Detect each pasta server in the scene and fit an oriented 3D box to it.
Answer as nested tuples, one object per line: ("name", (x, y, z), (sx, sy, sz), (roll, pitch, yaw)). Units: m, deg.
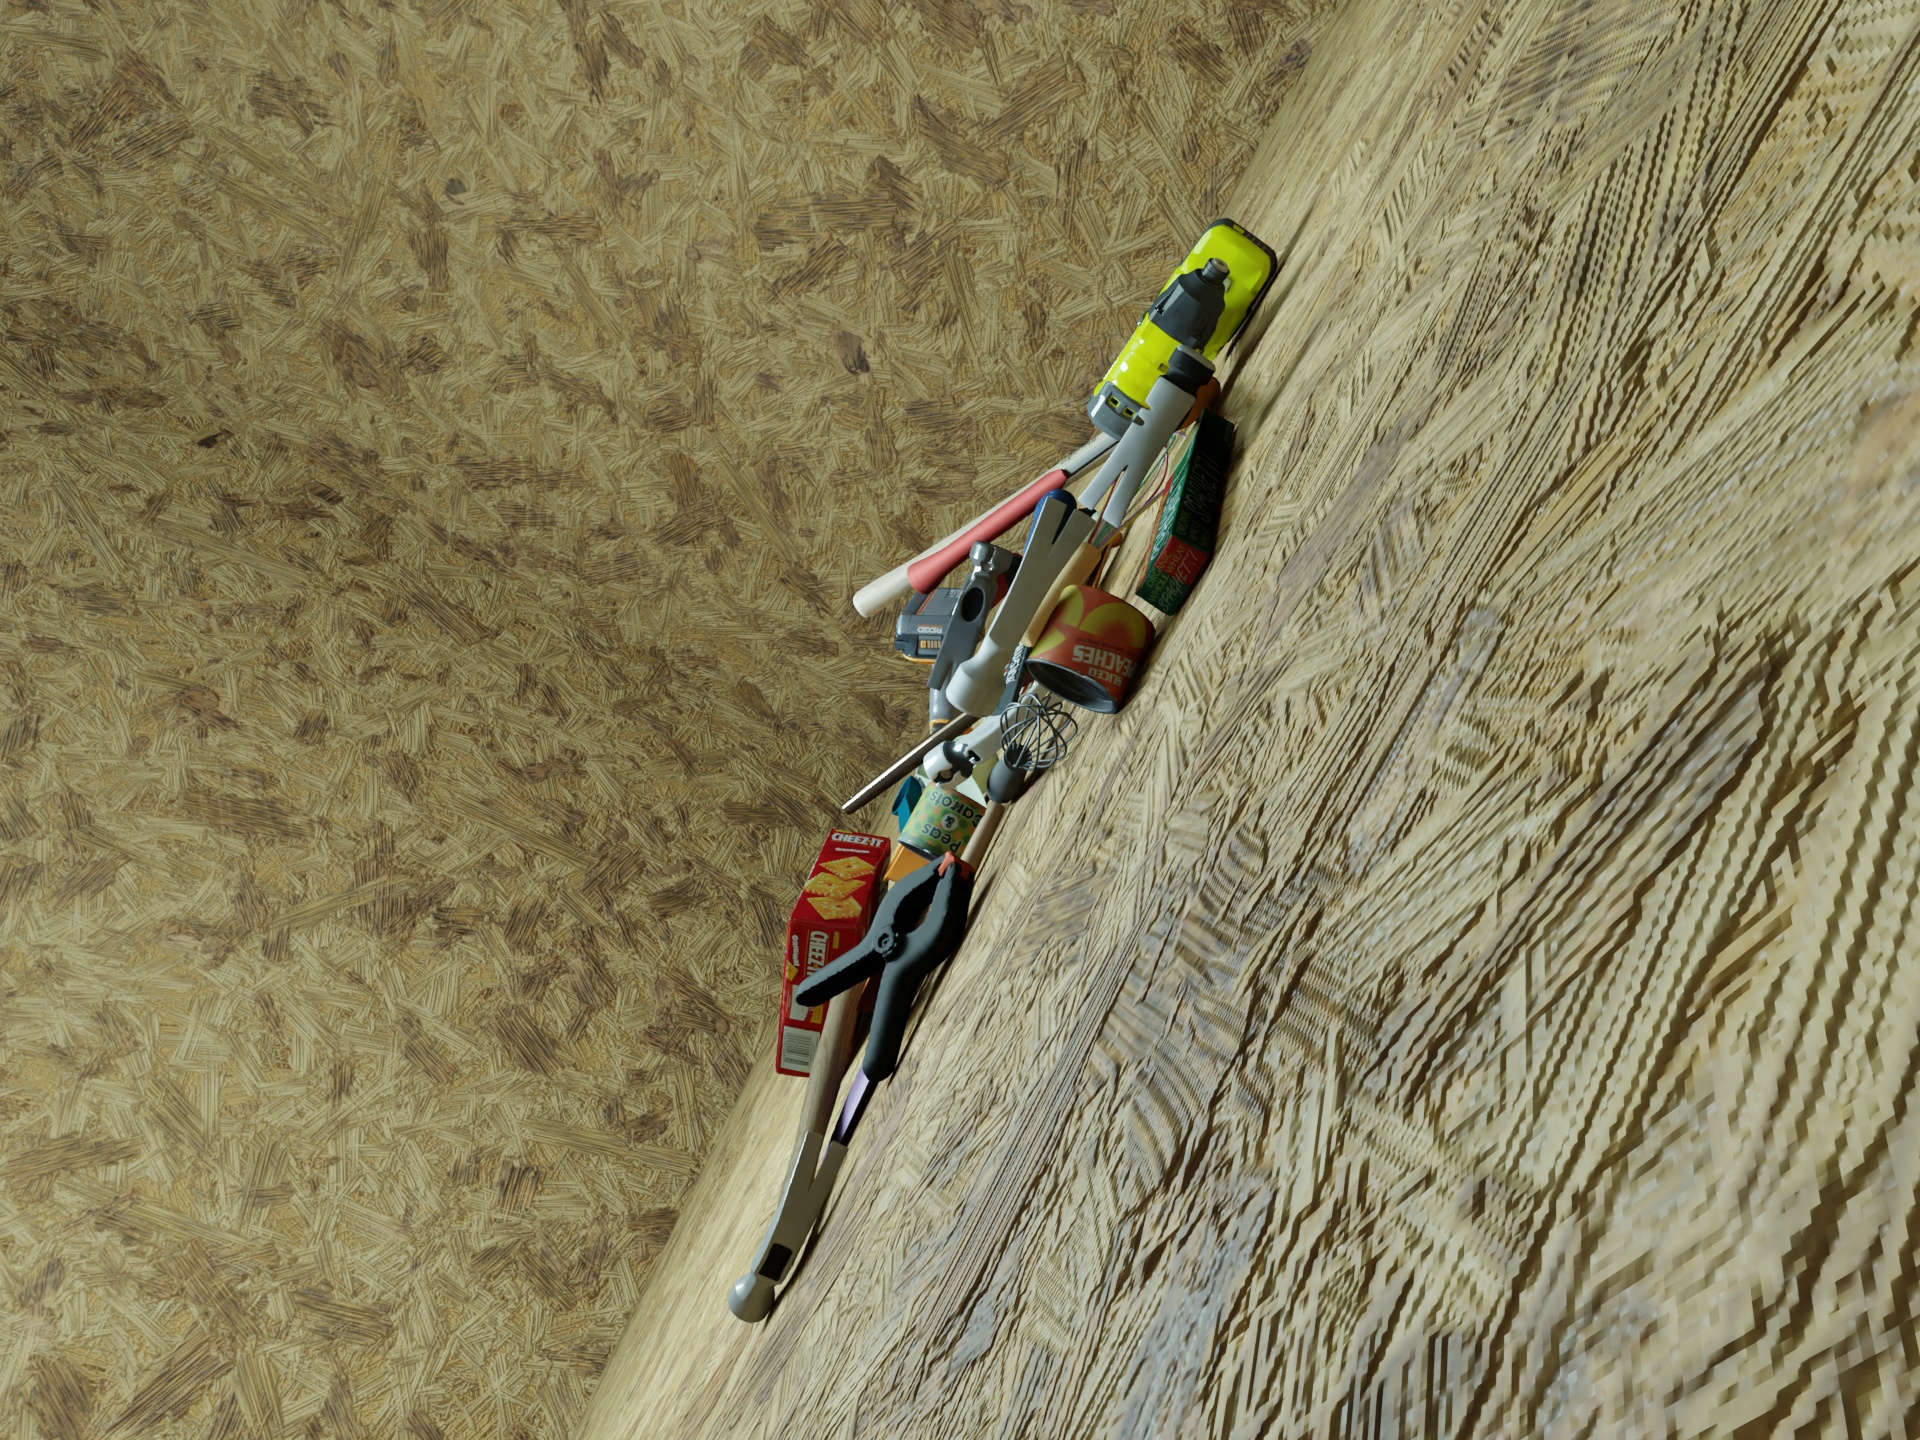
("pasta server", (-0.002, -0.005, 1.485), (0.316, 0.040, 0.060), (-37, 19, 25))

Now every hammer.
("hammer", (-0.108, 0.291, 1.219), (0.331, 0.031, 0.130), (-78, 14, -62))
("hammer", (0.060, -0.125, 1.177), (0.144, 0.035, 0.406), (-62, 2, 19))
("hammer", (0.162, -0.229, 1.216), (0.127, 0.034, 0.337), (-58, -4, 19))
("hammer", (0.028, -0.119, 1.620), (0.386, 0.038, 0.143), (-52, -18, -79))
("hammer", (0.053, -0.225, 1.708), (0.410, 0.038, 0.146), (-32, 11, 18))
("hammer", (0.066, -0.095, 1.405), (0.149, 0.036, 0.409), (-36, 19, 29))
("hammer", (0.071, -0.221, 1.581), (0.359, 0.037, 0.149), (-32, 2, 37))

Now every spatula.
("spatula", (-0.059, 0.206, 1.369), (0.081, 0.041, 0.322), (-64, 2, -6))
("spatula", (-0.038, 0.204, 1.241), (0.316, 0.018, 0.059), (-63, 4, -15))

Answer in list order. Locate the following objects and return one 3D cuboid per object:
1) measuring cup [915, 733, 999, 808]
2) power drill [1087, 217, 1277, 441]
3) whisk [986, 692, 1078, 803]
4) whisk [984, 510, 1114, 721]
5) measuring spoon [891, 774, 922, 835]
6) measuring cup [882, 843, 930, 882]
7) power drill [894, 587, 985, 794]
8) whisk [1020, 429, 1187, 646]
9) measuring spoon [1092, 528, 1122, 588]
("measuring cup", (0.010, 0.068, 1.477), (0.083, 0.038, 0.168), (-25, 27, 1))
("power drill", (0.202, -0.354, 1.398), (0.171, 0.080, 0.223), (-55, 0, 38))
("whisk", (0.046, 0.028, 1.204), (0.055, 0.055, 0.239), (-63, -2, -17))
("whisk", (0.088, -0.093, 1.523), (0.059, 0.057, 0.246), (17, 78, 51))
("measuring spoon", (-0.045, 0.089, 1.497), (0.042, 0.021, 0.129), (-61, 12, 13))
("measuring cup", (-0.035, 0.128, 1.568), (0.095, 0.052, 0.173), (-62, 1, -9))
("power drill", (-0.022, -0.013, 1.715), (0.185, 0.084, 0.226), (-63, -27, -66))
("whisk", (0.115, -0.157, 1.314), (0.245, 0.047, 0.051), (-54, 20, -20))
("measuring spoon", (0.135, -0.136, 1.513), (0.021, 0.011, 0.117), (108, -176, -58))
